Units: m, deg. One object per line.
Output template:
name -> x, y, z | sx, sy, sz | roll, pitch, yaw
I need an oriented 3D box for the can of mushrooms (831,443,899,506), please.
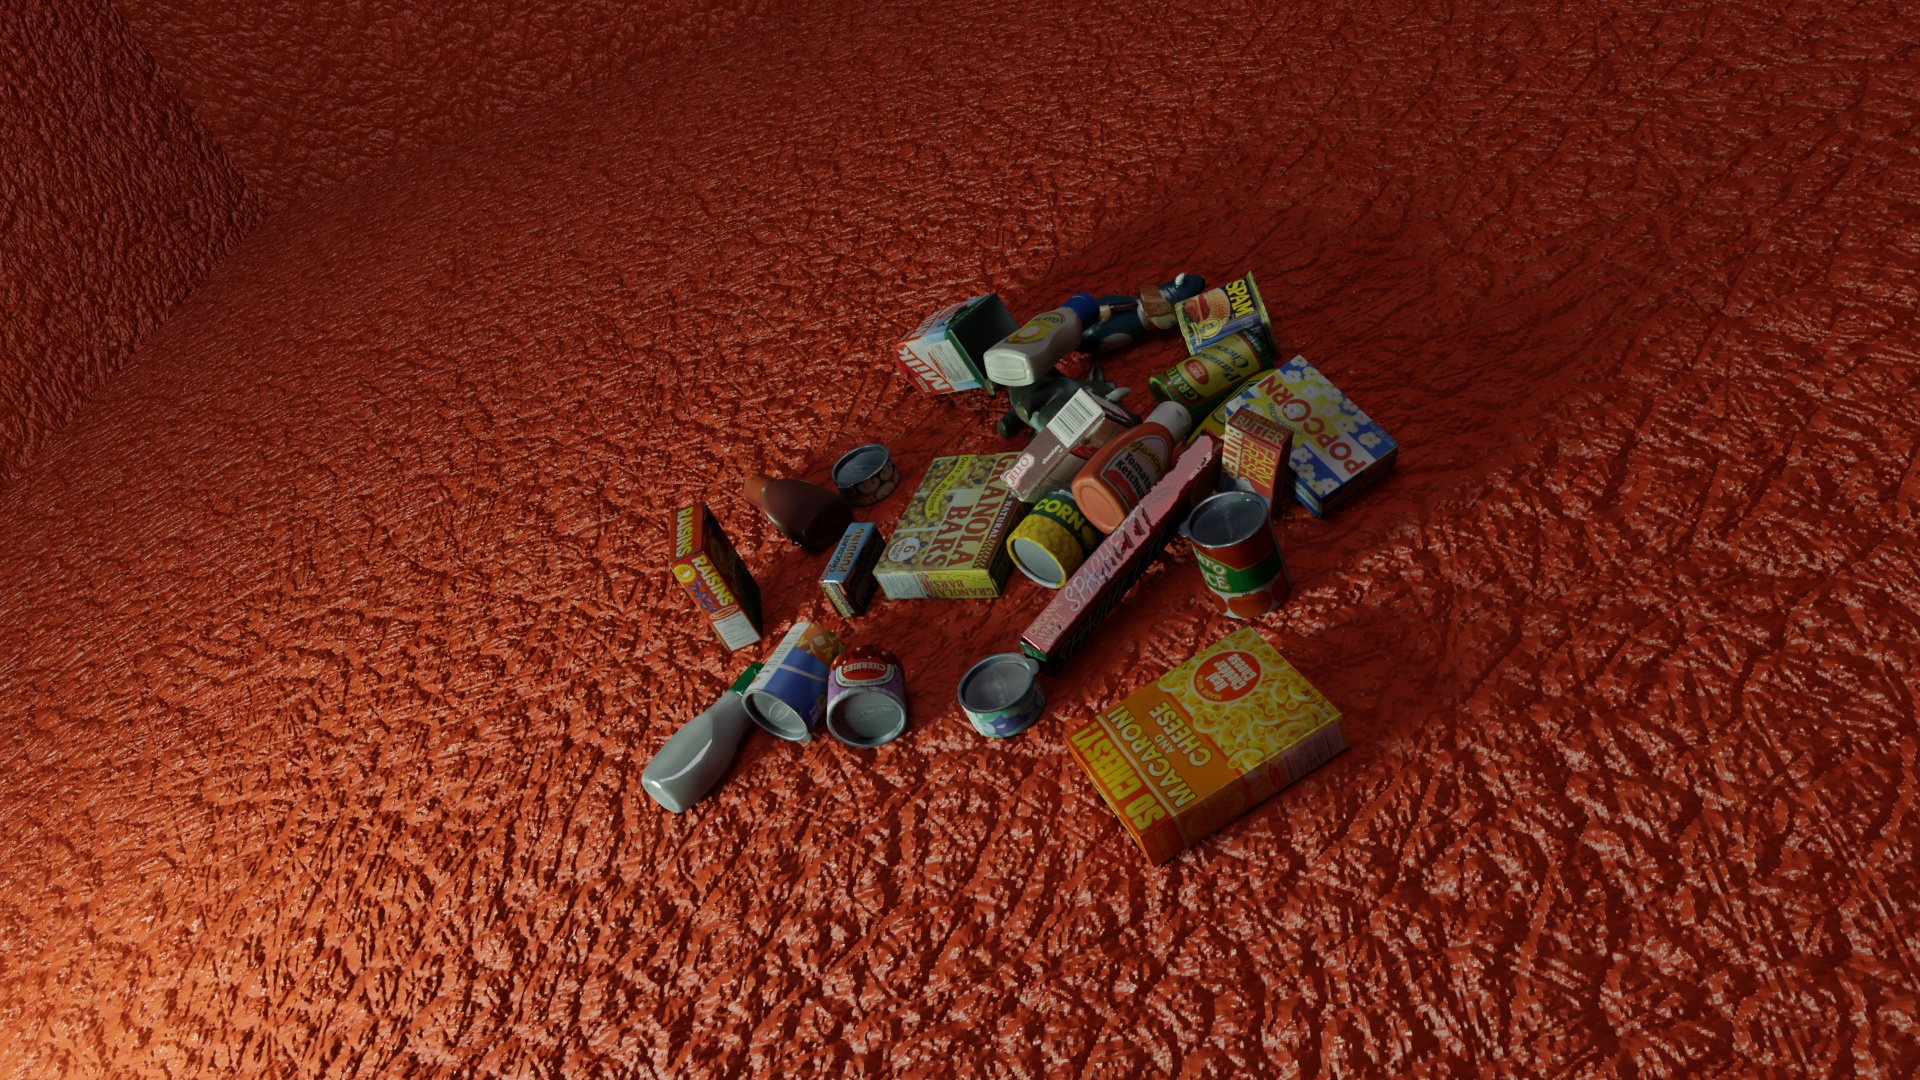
can of mushrooms -> -0.101, -0.067, 1.457 | 0.071, 0.033, 0.071 | -16, 37, 13

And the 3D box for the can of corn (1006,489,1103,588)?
can of corn -> 0.083, -0.001, 1.228 | 0.071, 0.071, 0.058 | 15, 54, 43

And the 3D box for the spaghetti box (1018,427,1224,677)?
spaghetti box -> 0.141, 0.009, 1.167 | 0.029, 0.050, 0.251 | 34, 73, 27

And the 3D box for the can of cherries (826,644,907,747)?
can of cherries -> -0.079, 0.129, 1.166 | 0.071, 0.071, 0.059 | -19, 36, 11

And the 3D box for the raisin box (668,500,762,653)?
raisin box -> -0.235, 0.035, 1.336 | 0.040, 0.123, 0.086 | -23, 35, 7

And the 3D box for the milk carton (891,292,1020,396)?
milk carton -> -0.010, -0.210, 1.520 | 0.072, 0.073, 0.190 | -42, 18, -21

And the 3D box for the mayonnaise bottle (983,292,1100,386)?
mayonnaise bottle -> 0.088, -0.205, 1.402 | 0.065, 0.041, 0.149 | 9, 37, 37

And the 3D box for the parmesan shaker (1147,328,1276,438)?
parmesan shaker -> 0.239, -0.152, 1.320 | 0.103, 0.071, 0.071 | -29, 36, -3

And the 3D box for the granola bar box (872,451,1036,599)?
granola bar box -> 0.005, -0.017, 1.323 | 0.124, 0.039, 0.166 | -2, 43, 30

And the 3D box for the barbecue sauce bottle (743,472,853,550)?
barbecue sauce bottle -> -0.177, -0.037, 1.459 | 0.065, 0.043, 0.149 | -42, 38, -20

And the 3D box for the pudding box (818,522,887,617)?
pudding box -> -0.100, 0.027, 1.325 | 0.030, 0.049, 0.084 | -2, 42, 28

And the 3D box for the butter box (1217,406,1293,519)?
butter box -> 0.247, -0.063, 1.165 | 0.053, 0.103, 0.024 | 31, 62, 25

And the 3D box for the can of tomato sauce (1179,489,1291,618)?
can of tomato sauce -> 0.222, 0.012, 1.113 | 0.071, 0.082, 0.071 | -17, 37, 13

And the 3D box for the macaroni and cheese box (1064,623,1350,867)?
macaroni and cheese box -> 0.177, 0.147, 1.010 | 0.167, 0.040, 0.124 | -30, 36, -6

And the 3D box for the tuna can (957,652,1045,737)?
tuna can -> 0.036, 0.125, 1.131 | 0.071, 0.032, 0.071 | -17, 37, 13

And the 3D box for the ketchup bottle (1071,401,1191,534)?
ketchup bottle -> 0.157, -0.071, 1.232 | 0.043, 0.064, 0.149 | -23, 19, 49

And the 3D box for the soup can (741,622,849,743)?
soup can -> -0.139, 0.125, 1.217 | 0.071, 0.071, 0.084 | 3, 44, 35

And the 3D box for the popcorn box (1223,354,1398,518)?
popcorn box -> 0.299, -0.090, 1.192 | 0.085, 0.038, 0.127 | -34, 60, -9

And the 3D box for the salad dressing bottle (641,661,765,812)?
salad dressing bottle -> -0.216, 0.171, 1.224 | 0.064, 0.043, 0.148 | 9, 48, 42

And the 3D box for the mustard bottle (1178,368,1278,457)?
mustard bottle -> 0.247, -0.092, 1.257 | 0.161, 0.048, 0.065 | -39, 41, -15
